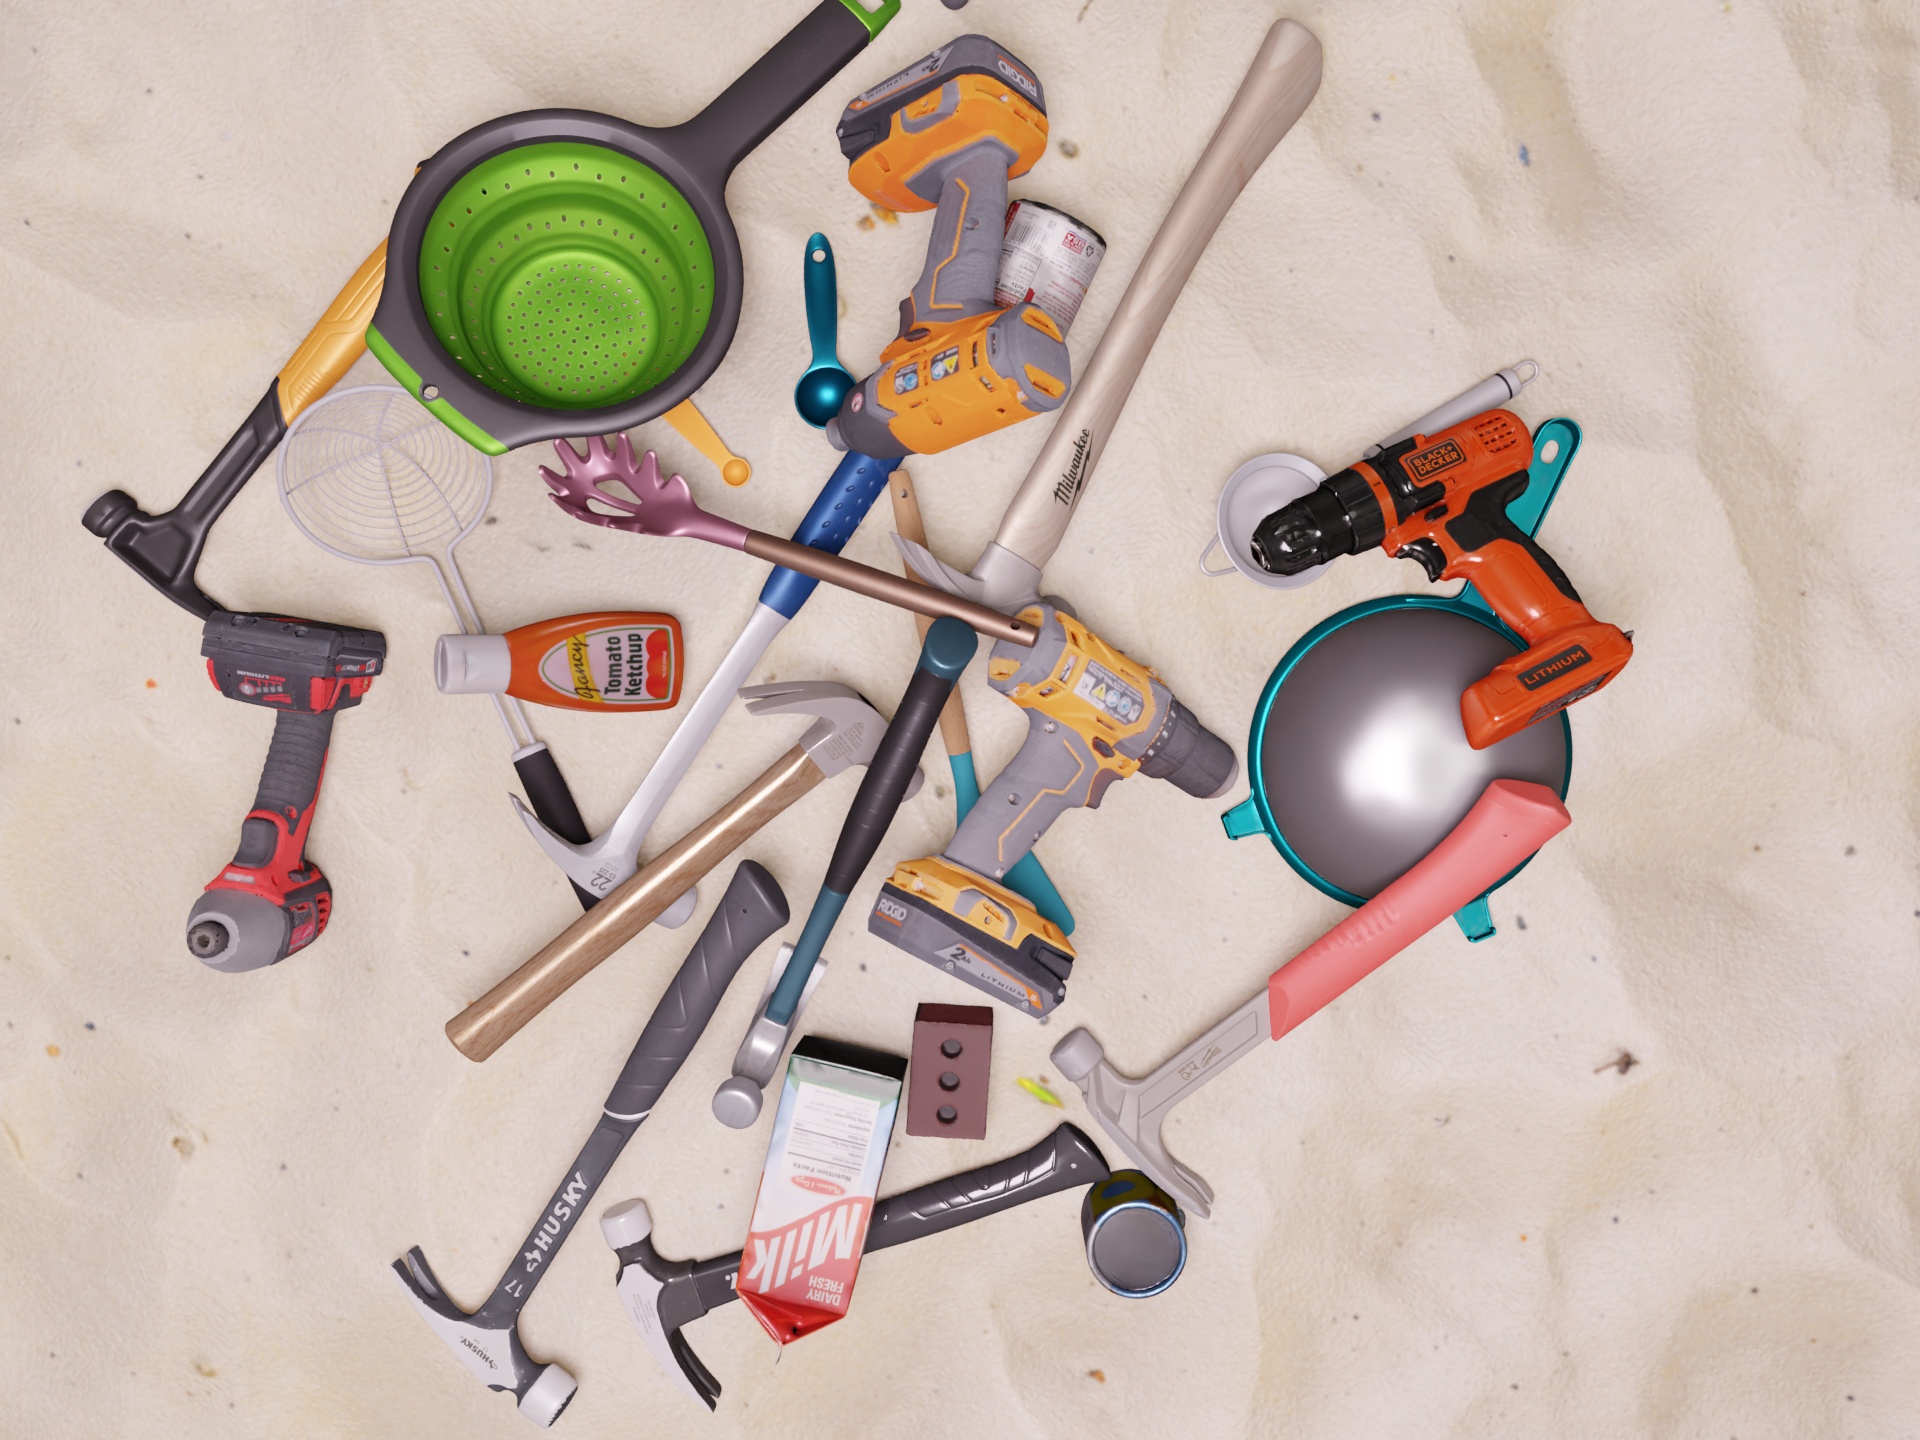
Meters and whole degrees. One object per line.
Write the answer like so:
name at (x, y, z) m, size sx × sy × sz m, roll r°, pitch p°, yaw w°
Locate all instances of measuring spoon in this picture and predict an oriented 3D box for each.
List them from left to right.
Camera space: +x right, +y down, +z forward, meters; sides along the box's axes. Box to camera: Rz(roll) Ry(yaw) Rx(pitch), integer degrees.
measuring spoon at (-0.178, -0.196, 1.030) m, size 0.021 × 0.011 × 0.117 m, roll -43°, pitch 89°, yaw 5°
measuring spoon at (-0.087, -0.248, 1.023) m, size 0.042 × 0.021 × 0.128 m, roll -4°, pitch 86°, yaw 2°

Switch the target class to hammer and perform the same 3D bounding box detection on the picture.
hammer at (-0.413, -0.215, 1.019) m, size 0.127 × 0.034 × 0.337 m, roll 40°, pitch 94°, yaw -2°
hammer at (-0.226, 0.260, 1.017) m, size 0.149 × 0.036 × 0.409 m, roll 34°, pitch 104°, yaw 8°
hammer at (-0.182, 0.095, 0.990) m, size 0.331 × 0.031 × 0.129 m, roll -39°, pitch 128°, yaw -4°
hammer at (-0.128, -0.063, 1.004) m, size 0.144 × 0.035 × 0.405 m, roll 33°, pitch 90°, yaw -37°
hammer at (-0.068, 0.087, 0.962) m, size 0.033 × 0.128 × 0.331 m, roll 25°, pitch 112°, yaw -2°
hammer at (-0.061, 0.346, 1.060) m, size 0.335 × 0.035 × 0.146 m, roll -19°, pitch 94°, yaw 2°
hammer at (0.103, -0.247, 0.977) m, size 0.146 × 0.038 × 0.410 m, roll 28°, pitch 91°, yaw -42°
hammer at (0.227, 0.165, 0.984) m, size 0.149 × 0.037 × 0.359 m, roll 47°, pitch 113°, yaw -2°

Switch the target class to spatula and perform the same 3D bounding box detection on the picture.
spatula at (-0.002, -0.003, 1.014) m, size 0.082 × 0.044 × 0.317 m, roll -15°, pitch 102°, yaw -12°

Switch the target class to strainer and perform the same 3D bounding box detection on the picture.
strainer at (0.258, -0.159, 1.010) m, size 0.258 × 0.050 × 0.087 m, roll -30°, pitch 96°, yaw -2°
strainer at (0.317, -0.031, 0.991) m, size 0.211 × 0.095 × 0.340 m, roll 23°, pitch 96°, yaw -1°

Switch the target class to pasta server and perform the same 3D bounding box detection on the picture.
pasta server at (-0.102, -0.102, 0.947) m, size 0.316 × 0.040 × 0.060 m, roll 20°, pitch 69°, yaw 11°

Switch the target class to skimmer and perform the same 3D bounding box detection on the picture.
skimmer at (-0.305, -0.033, 1.003) m, size 0.127 × 0.090 × 0.363 m, roll -24°, pitch 94°, yaw -4°

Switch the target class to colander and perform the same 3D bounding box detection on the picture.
colander at (-0.183, -0.315, 0.990) m, size 0.204 × 0.094 × 0.397 m, roll 43°, pitch 76°, yaw -1°

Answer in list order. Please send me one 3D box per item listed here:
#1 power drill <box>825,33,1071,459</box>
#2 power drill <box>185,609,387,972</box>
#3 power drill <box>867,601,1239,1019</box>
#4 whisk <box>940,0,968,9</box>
power drill at (-0.019, -0.267, 0.942) m, size 0.164 × 0.084 × 0.227 m, roll -14°, pitch 71°, yaw 38°
power drill at (-0.428, 0.046, 0.988) m, size 0.078 × 0.143 × 0.219 m, roll 10°, pitch 93°, yaw -2°
power drill at (0.065, 0.066, 0.983) m, size 0.185 × 0.084 × 0.226 m, roll 31°, pitch 82°, yaw -26°
whisk at (0.005, -0.586, 0.974) m, size 0.070 × 0.070 × 0.284 m, roll 3°, pitch 100°, yaw 1°
